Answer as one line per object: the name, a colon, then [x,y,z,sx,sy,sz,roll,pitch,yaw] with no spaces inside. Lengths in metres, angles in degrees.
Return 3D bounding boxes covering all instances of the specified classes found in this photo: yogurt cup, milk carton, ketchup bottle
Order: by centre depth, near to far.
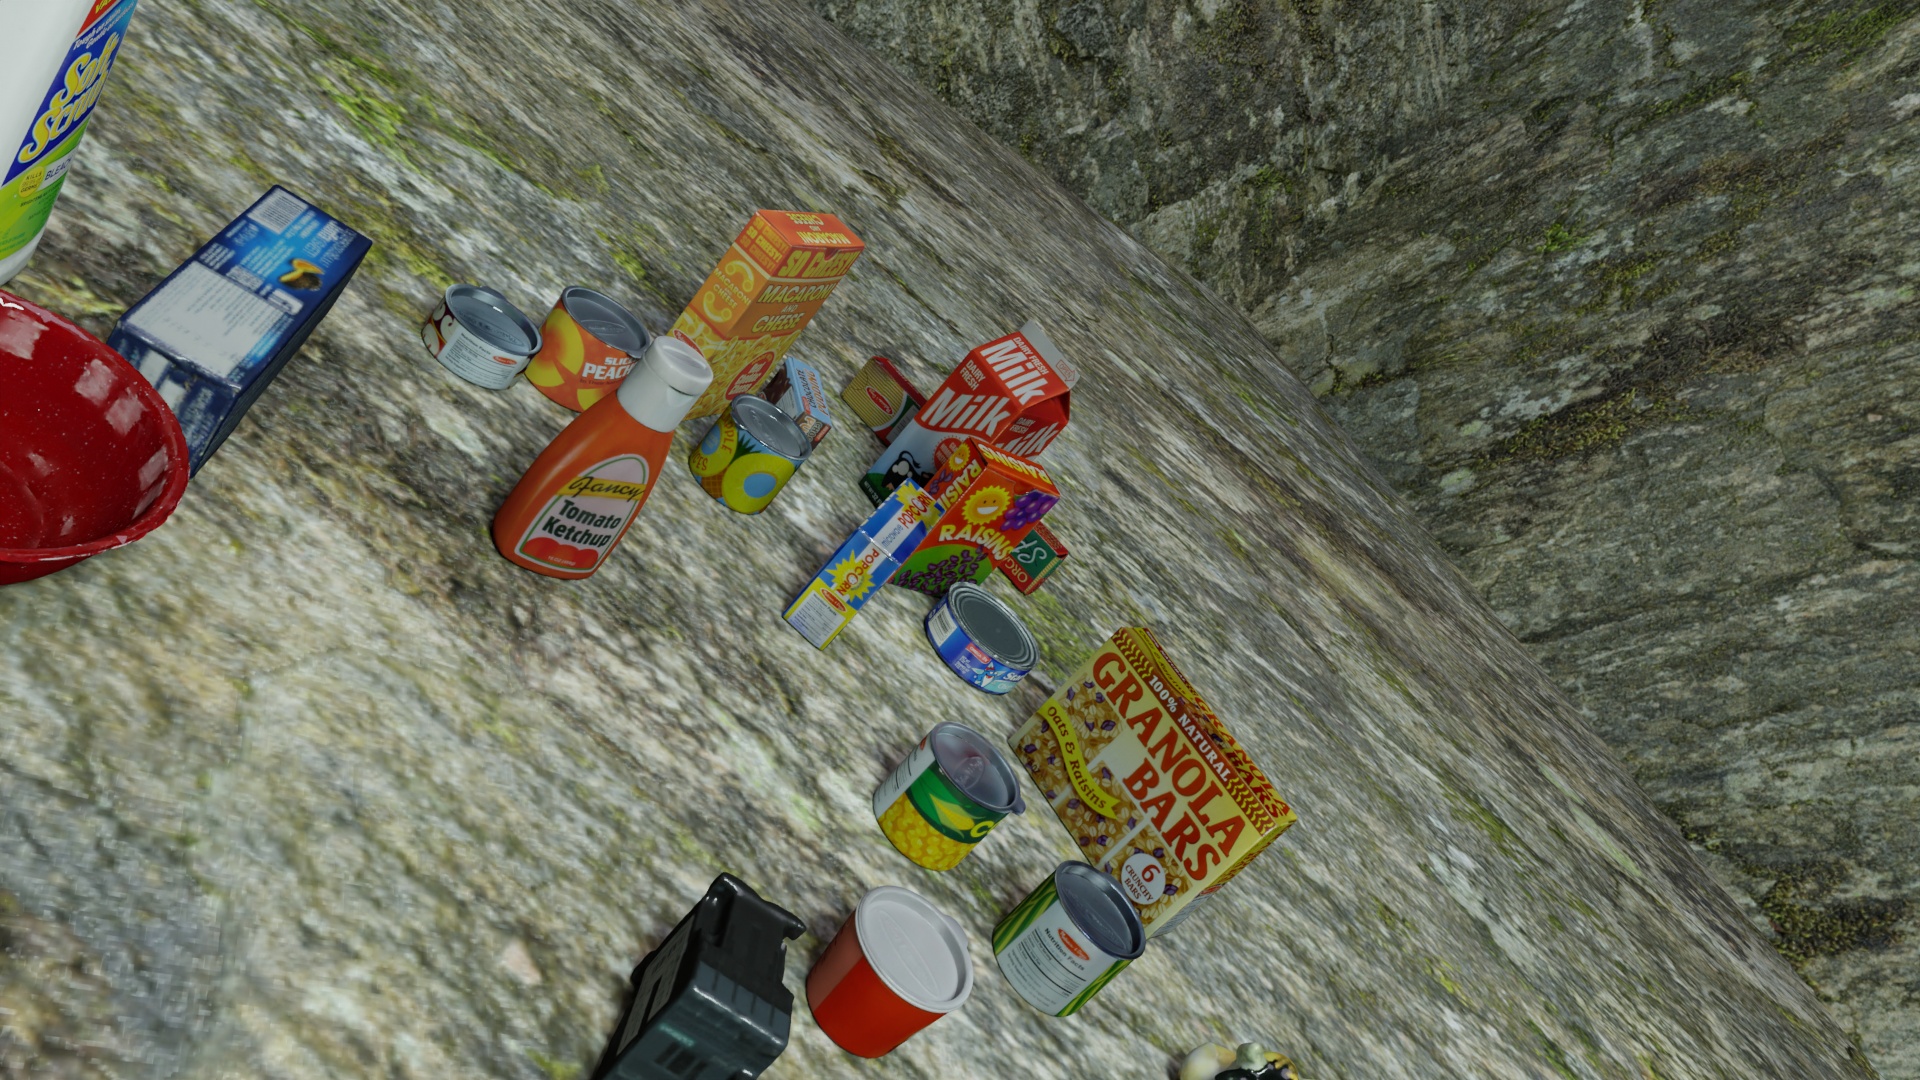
yogurt cup: [-0.036,0.207,0.660,0.072,0.053,0.073,35,23,-17]
ketchup bottle: [-0.190,-0.045,0.750,0.065,0.148,0.044,20,30,-43]
milk carton: [0.014,-0.084,1.105,0.073,0.190,0.072,7,40,-55]

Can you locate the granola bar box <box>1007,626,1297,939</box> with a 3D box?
granola bar box: [0.124,0.158,0.922,0.039,0.123,0.166,10,38,-53]

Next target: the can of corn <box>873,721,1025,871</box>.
can of corn: [-0.007,0.151,0.809,0.071,0.058,0.071,35,23,-17]

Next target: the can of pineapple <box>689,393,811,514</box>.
can of pineapple: [-0.149,-0.061,0.970,0.071,0.057,0.071,35,23,-17]

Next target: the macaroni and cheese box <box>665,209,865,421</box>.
macaroni and cheese box: [-0.152,-0.161,1.006,0.040,0.166,0.124,44,22,7]

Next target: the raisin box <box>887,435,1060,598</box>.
raisin box: [0.004,-0.013,1.045,0.086,0.123,0.040,20,30,-43]

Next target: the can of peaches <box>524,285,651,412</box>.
can of peaches: [-0.248,-0.125,0.924,0.071,0.058,0.071,35,23,-17]

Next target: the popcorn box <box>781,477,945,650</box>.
popcorn box: [-0.063,0.014,0.936,0.038,0.085,0.127,41,22,-2]

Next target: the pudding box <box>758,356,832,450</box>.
pudding box: [-0.131,-0.101,1.085,0.030,0.049,0.084,28,26,-32]

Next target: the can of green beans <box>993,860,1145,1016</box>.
can of green beans: [0.061,0.225,0.784,0.071,0.057,0.071,35,23,-17]

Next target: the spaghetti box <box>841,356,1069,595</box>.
spaghetti box: [-0.006,-0.058,1.212,0.250,0.050,0.029,47,22,14]

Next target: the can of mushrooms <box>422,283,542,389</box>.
can of mushrooms: [-0.302,-0.130,0.878,0.071,0.033,0.071,35,23,-17]
